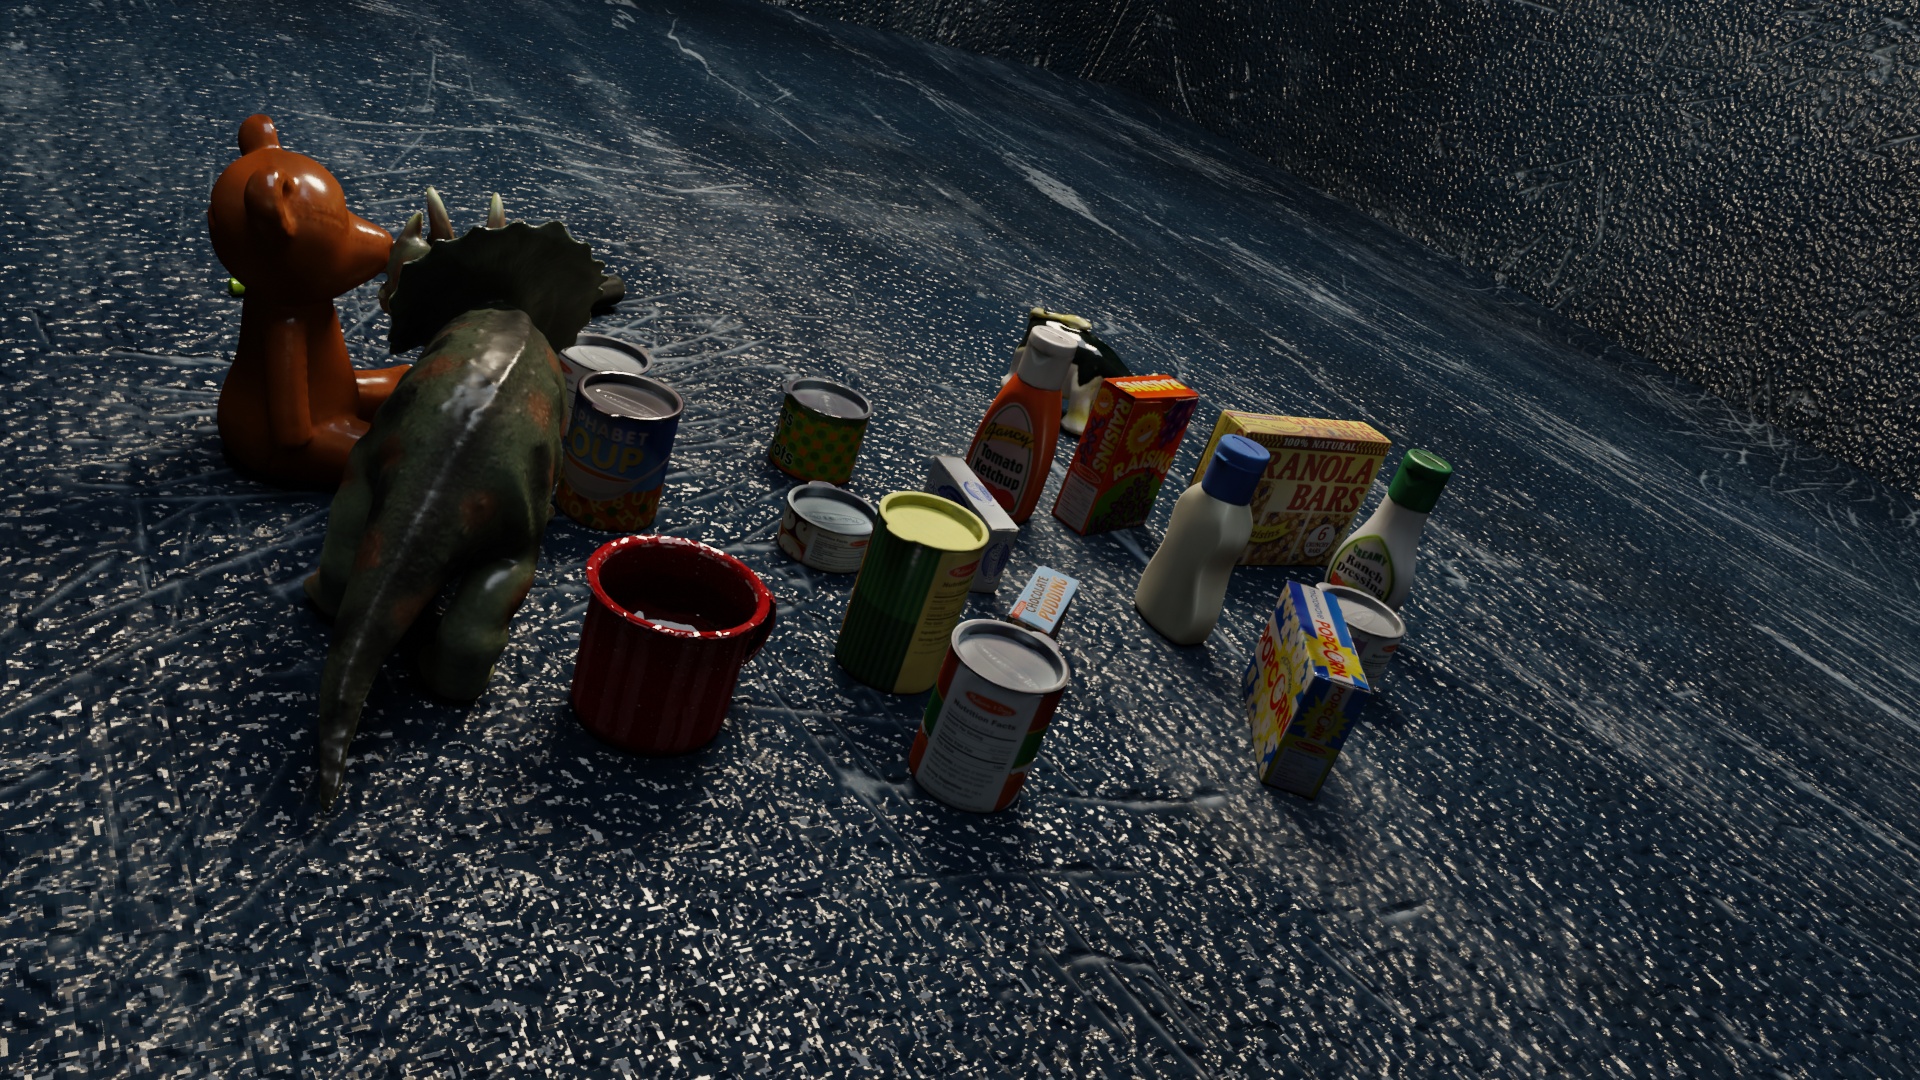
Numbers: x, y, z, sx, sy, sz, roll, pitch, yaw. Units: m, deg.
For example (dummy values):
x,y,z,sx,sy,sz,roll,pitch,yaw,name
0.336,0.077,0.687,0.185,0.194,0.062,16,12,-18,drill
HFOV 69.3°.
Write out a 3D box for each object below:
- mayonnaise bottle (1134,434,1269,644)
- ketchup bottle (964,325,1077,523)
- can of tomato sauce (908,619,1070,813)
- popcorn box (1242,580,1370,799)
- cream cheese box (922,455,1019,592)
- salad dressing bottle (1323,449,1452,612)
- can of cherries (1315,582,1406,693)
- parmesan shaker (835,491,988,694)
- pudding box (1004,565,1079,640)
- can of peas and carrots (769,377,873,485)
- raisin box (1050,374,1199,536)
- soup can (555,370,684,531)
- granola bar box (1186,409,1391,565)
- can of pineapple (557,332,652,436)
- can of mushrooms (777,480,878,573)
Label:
x,y,z,sx,sy,sz,roll,pitch,yaw,name
0.173,-0.002,0.978,0.041,0.147,0.065,0,32,-35,mayonnaise bottle
0.048,-0.090,1.060,0.065,0.148,0.044,29,27,18,ketchup bottle
0.015,0.094,0.754,0.071,0.082,0.071,16,26,-8,can of tomato sauce
0.220,0.093,0.897,0.038,0.084,0.127,18,26,-4,popcorn box
0.004,-0.012,0.988,0.024,0.053,0.104,4,30,-30,cream cheese box
0.335,0.000,1.087,0.044,0.147,0.064,-9,38,-46,salad dressing bottle
0.278,0.073,1.008,0.071,0.058,0.072,16,26,-8,can of cherries
-0.032,0.032,0.821,0.071,0.102,0.071,16,26,-8,parmesan shaker
0.046,0.055,0.891,0.030,0.049,0.084,24,26,9,pudding box
-0.107,-0.082,1.041,0.071,0.058,0.071,16,26,-8,can of peas and carrots
0.131,-0.069,1.107,0.086,0.122,0.040,-8,37,-45,raisin box
-0.219,-0.056,0.883,0.071,0.083,0.071,16,26,-8,soup can
0.262,-0.041,1.143,0.166,0.123,0.039,1,31,-34,granola bar box
-0.256,-0.107,0.987,0.071,0.057,0.071,16,26,-8,can of pineapple
-0.089,-0.009,0.940,0.071,0.033,0.071,16,26,-8,can of mushrooms
